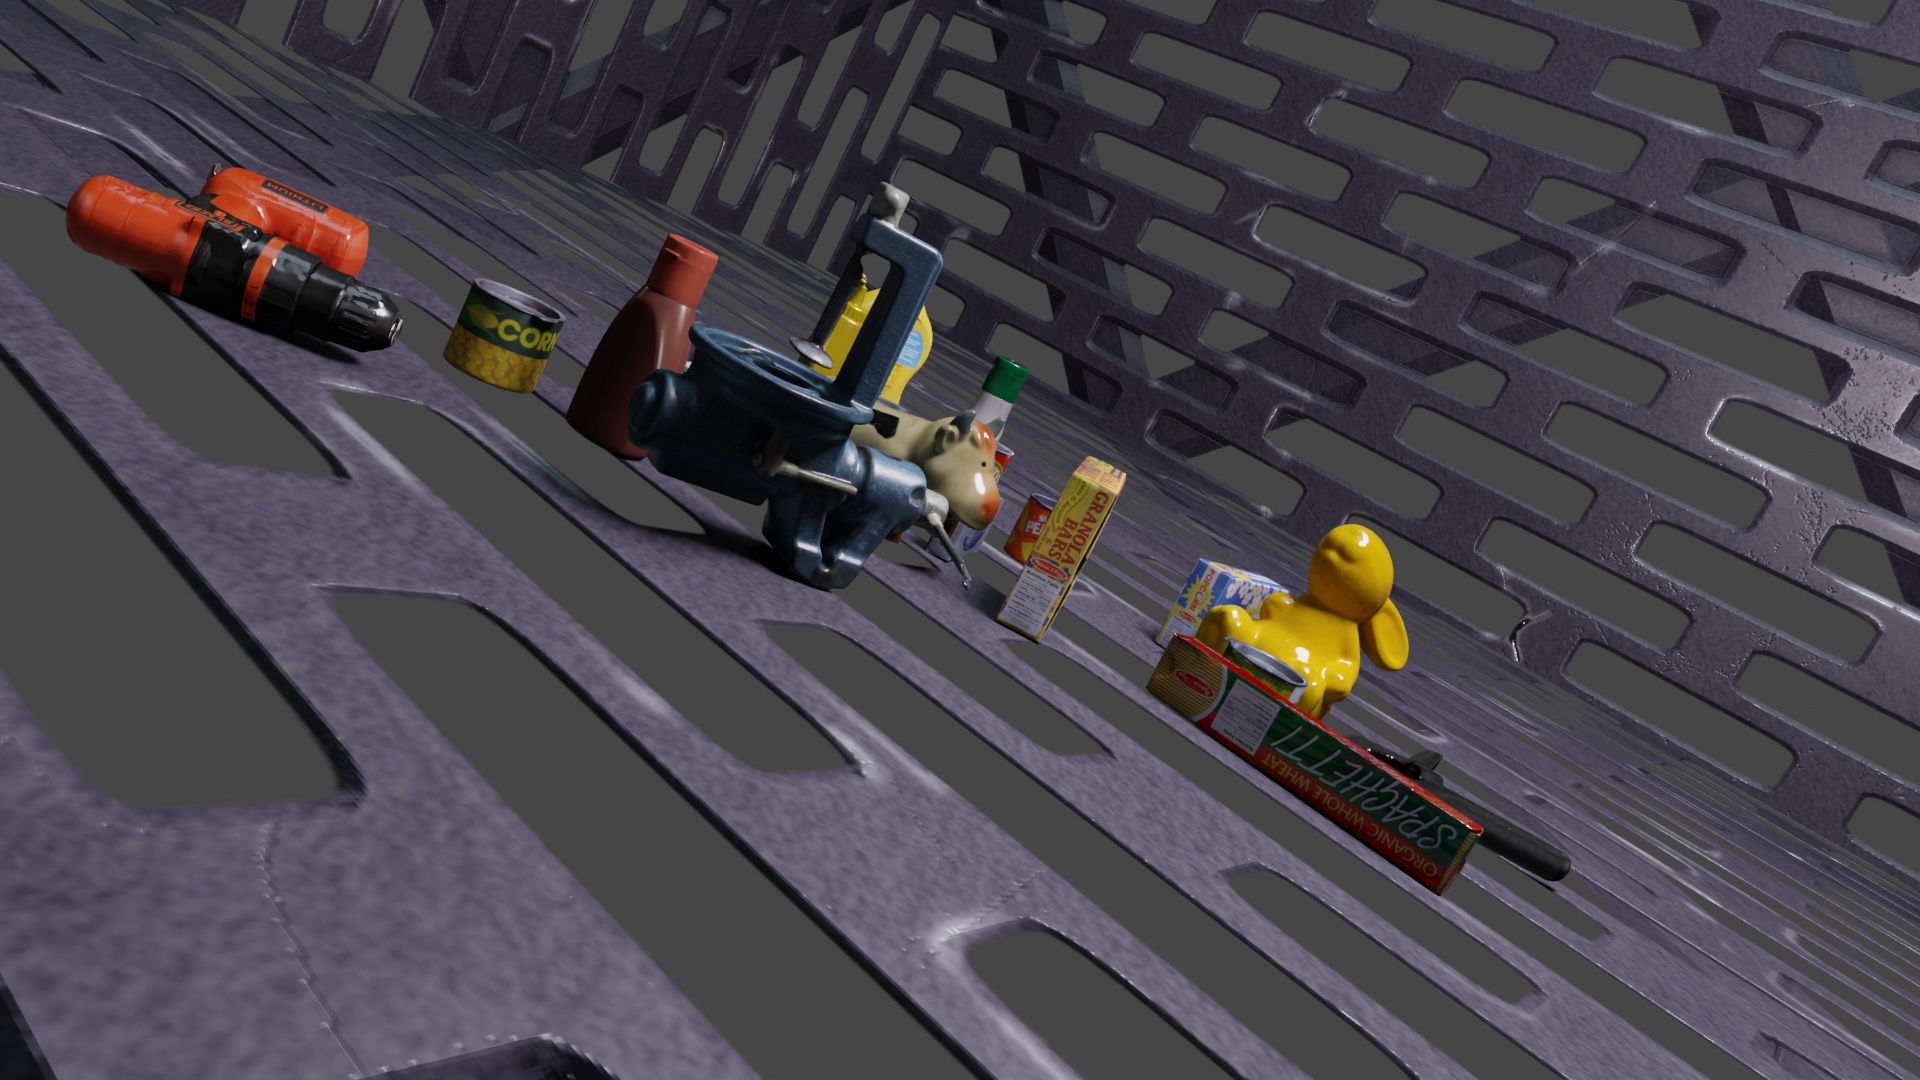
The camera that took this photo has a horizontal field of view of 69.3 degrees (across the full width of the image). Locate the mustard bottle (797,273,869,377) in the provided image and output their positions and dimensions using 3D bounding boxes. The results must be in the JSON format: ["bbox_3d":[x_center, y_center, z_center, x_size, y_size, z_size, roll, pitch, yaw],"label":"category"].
[{"bbox_3d":[-0.124,-0.184,1.348,0.049,0.160,0.065,22,11,-25],"label":"mustard bottle"}]

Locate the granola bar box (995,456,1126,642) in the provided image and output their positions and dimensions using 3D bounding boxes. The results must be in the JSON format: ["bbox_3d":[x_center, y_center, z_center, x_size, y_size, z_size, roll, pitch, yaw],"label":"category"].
[{"bbox_3d":[0.081,0.002,1.069,0.039,0.124,0.166,28,11,4],"label":"granola bar box"}]

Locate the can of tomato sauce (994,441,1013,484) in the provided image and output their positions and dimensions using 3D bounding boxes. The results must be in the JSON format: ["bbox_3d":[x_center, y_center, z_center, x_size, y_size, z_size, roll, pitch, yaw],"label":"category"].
[{"bbox_3d":[0.001,-0.056,1.258,0.071,0.083,0.071,26,11,-5],"label":"can of tomato sauce"}]

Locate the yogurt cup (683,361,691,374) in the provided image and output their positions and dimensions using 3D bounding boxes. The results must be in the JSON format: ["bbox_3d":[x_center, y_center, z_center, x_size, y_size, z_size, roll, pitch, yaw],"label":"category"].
[{"bbox_3d":[-0.194,-0.100,1.078,0.072,0.054,0.072,26,11,-5],"label":"yogurt cup"}]

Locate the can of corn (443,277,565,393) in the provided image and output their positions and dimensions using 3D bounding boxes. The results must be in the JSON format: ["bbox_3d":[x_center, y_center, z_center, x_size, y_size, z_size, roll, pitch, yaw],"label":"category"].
[{"bbox_3d":[-0.316,-0.141,0.967,0.071,0.058,0.071,26,11,-5],"label":"can of corn"}]

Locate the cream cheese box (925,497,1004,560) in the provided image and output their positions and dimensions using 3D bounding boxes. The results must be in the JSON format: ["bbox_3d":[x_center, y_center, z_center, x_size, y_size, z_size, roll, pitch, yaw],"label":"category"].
[{"bbox_3d":[0.004,-0.014,1.150,0.024,0.053,0.104,29,11,11],"label":"cream cheese box"}]

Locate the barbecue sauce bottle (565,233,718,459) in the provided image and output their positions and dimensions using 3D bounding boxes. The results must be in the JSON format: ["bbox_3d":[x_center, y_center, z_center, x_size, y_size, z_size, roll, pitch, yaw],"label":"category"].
[{"bbox_3d":[-0.211,-0.132,0.938,0.065,0.148,0.044,31,11,22],"label":"barbecue sauce bottle"}]

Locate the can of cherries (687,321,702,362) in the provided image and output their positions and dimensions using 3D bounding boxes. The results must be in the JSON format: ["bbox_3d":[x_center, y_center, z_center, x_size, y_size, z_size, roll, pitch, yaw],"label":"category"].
[{"bbox_3d":[-0.222,-0.158,1.264,0.071,0.058,0.071,26,11,-5],"label":"can of cherries"}]

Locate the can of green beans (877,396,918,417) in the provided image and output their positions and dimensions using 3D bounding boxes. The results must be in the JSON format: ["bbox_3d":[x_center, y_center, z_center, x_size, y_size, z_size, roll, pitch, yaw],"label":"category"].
[{"bbox_3d":[-0.080,-0.107,1.367,0.071,0.057,0.071,26,11,-5],"label":"can of green beans"}]

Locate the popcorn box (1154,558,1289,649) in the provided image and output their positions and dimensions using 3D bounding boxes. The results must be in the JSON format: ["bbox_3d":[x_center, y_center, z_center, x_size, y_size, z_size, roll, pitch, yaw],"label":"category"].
[{"bbox_3d":[0.234,0.067,1.231,0.038,0.085,0.127,35,13,35],"label":"popcorn box"}]

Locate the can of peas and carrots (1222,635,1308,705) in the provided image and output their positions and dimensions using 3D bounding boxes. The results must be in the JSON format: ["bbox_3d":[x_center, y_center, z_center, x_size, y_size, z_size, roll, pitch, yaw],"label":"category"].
[{"bbox_3d":[0.215,0.114,1.040,0.071,0.058,0.071,26,11,-5],"label":"can of peas and carrots"}]

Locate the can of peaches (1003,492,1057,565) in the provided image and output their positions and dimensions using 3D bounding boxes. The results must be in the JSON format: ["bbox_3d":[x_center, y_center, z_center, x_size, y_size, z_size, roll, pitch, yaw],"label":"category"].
[{"bbox_3d":[0.080,-0.003,1.264,0.071,0.058,0.071,26,11,-5],"label":"can of peaches"}]

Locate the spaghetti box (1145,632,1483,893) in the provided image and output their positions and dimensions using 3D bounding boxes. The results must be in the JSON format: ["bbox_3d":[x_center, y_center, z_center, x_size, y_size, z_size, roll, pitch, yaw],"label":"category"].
[{"bbox_3d":[0.238,0.149,0.959,0.250,0.050,0.029,34,13,34],"label":"spaghetti box"}]

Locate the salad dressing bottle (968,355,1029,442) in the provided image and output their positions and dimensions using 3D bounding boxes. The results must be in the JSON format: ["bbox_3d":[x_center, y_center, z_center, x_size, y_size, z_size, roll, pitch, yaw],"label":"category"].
[{"bbox_3d":[0.021,-0.114,1.400,0.044,0.147,0.064,26,10,-7],"label":"salad dressing bottle"}]
